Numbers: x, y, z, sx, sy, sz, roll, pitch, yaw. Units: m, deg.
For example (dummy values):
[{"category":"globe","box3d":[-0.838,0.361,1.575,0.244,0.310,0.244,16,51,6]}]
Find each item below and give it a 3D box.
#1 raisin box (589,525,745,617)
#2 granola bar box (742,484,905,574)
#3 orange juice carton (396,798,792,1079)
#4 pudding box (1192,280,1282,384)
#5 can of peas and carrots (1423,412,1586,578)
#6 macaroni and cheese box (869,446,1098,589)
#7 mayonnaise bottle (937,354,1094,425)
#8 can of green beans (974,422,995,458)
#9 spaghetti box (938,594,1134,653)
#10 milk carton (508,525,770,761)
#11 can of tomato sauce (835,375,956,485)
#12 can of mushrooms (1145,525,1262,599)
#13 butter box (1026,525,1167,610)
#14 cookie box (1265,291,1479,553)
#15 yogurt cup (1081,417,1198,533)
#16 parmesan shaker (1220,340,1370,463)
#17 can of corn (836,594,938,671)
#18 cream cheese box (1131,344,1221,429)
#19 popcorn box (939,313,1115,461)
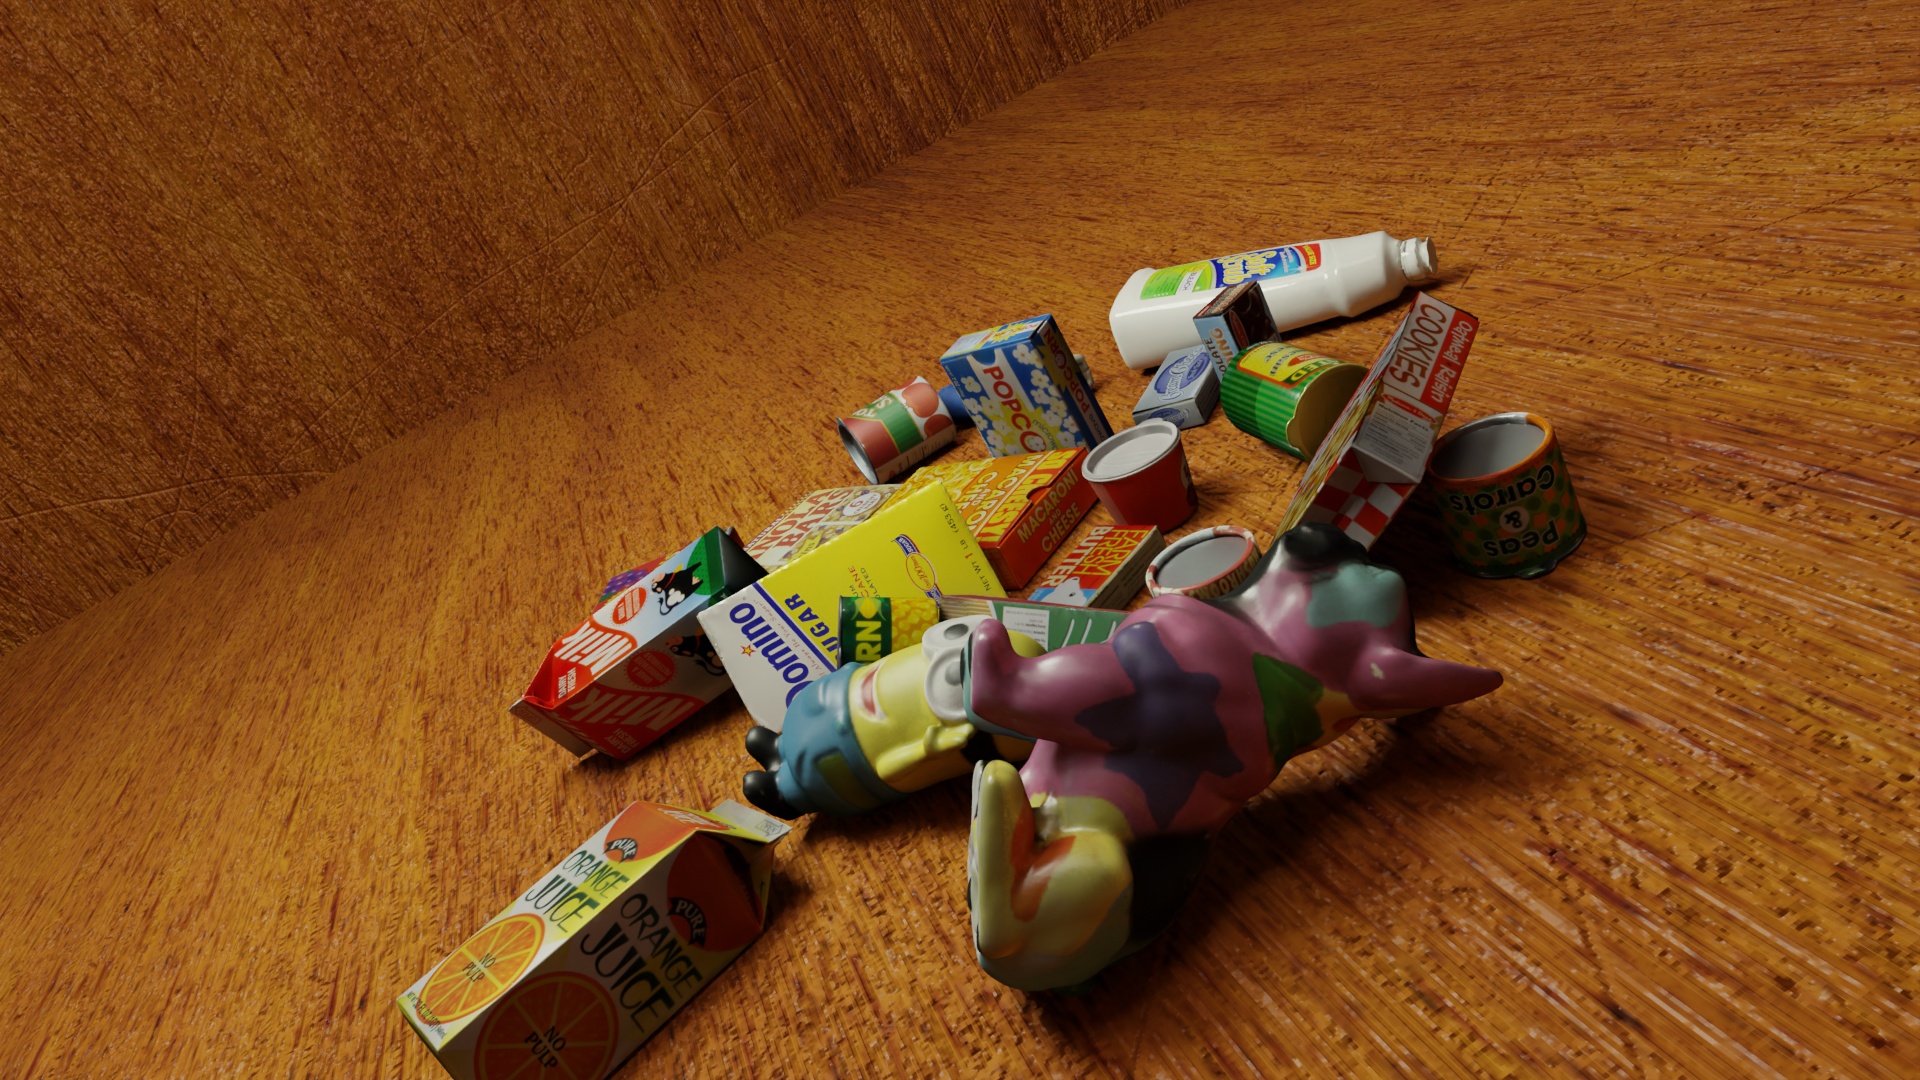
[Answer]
[{"category":"raisin box","box3d":[-0.240,0.043,1.157,0.123,0.040,0.086,-22,24,10]},{"category":"granola bar box","box3d":[-0.125,0.018,1.079,0.124,0.039,0.166,-3,33,45]},{"category":"orange juice carton","box3d":[-0.174,0.200,0.700,0.193,0.072,0.072,-39,25,-28]},{"category":"pudding box","box3d":[0.203,-0.136,0.984,0.030,0.083,0.050,0,36,50]},{"category":"can of peas and carrots","box3d":[0.272,-0.022,0.697,0.071,0.058,0.071,-24,22,11]},{"category":"macaroni and cheese box","box3d":[0.004,-0.013,1.000,0.166,0.040,0.124,-5,32,43]},{"category":"mayonnaise bottle","box3d":[0.042,-0.126,1.201,0.148,0.041,0.065,-5,30,45]},{"category":"can of green beans","box3d":[0.048,-0.093,1.099,0.071,0.057,0.071,-23,23,10]},{"category":"spaghetti box","box3d":[0.075,0.061,0.744,0.029,0.050,0.250,1,1,-40]},{"category":"milk carton","box3d":[-0.216,0.083,0.959,0.190,0.072,0.074,-35,36,11]},{"category":"can of tomato sauce","box3d":[-0.056,-0.097,1.209,0.083,0.071,0.071,-32,23,-12]},{"category":"can of mushrooms","box3d":[0.141,0.023,0.779,0.071,0.033,0.071,-23,22,10]},{"category":"butter box","box3d":[0.079,0.028,0.848,0.053,0.024,0.104,-1,35,47]},{"category":"cookie box","box3d":[0.215,-0.042,0.739,0.168,0.040,0.122,-52,-11,-45]},{"category":"yogurt cup","box3d":[0.120,-0.038,0.905,0.072,0.053,0.073,-23,23,11]},{"category":"parmesan shaker","box3d":[0.215,-0.088,0.889,0.071,0.071,0.103,-30,23,-6]},{"category":"can of corn","box3d":[-0.044,0.067,0.825,0.058,0.071,0.071,1,22,-6]},{"category":"cream cheese box","box3d":[0.172,-0.117,1.057,0.053,0.024,0.104,-12,27,34]},{"category":"popcorn box","box3d":[0.053,-0.097,1.014,0.085,0.126,0.038,-7,34,41]}]
